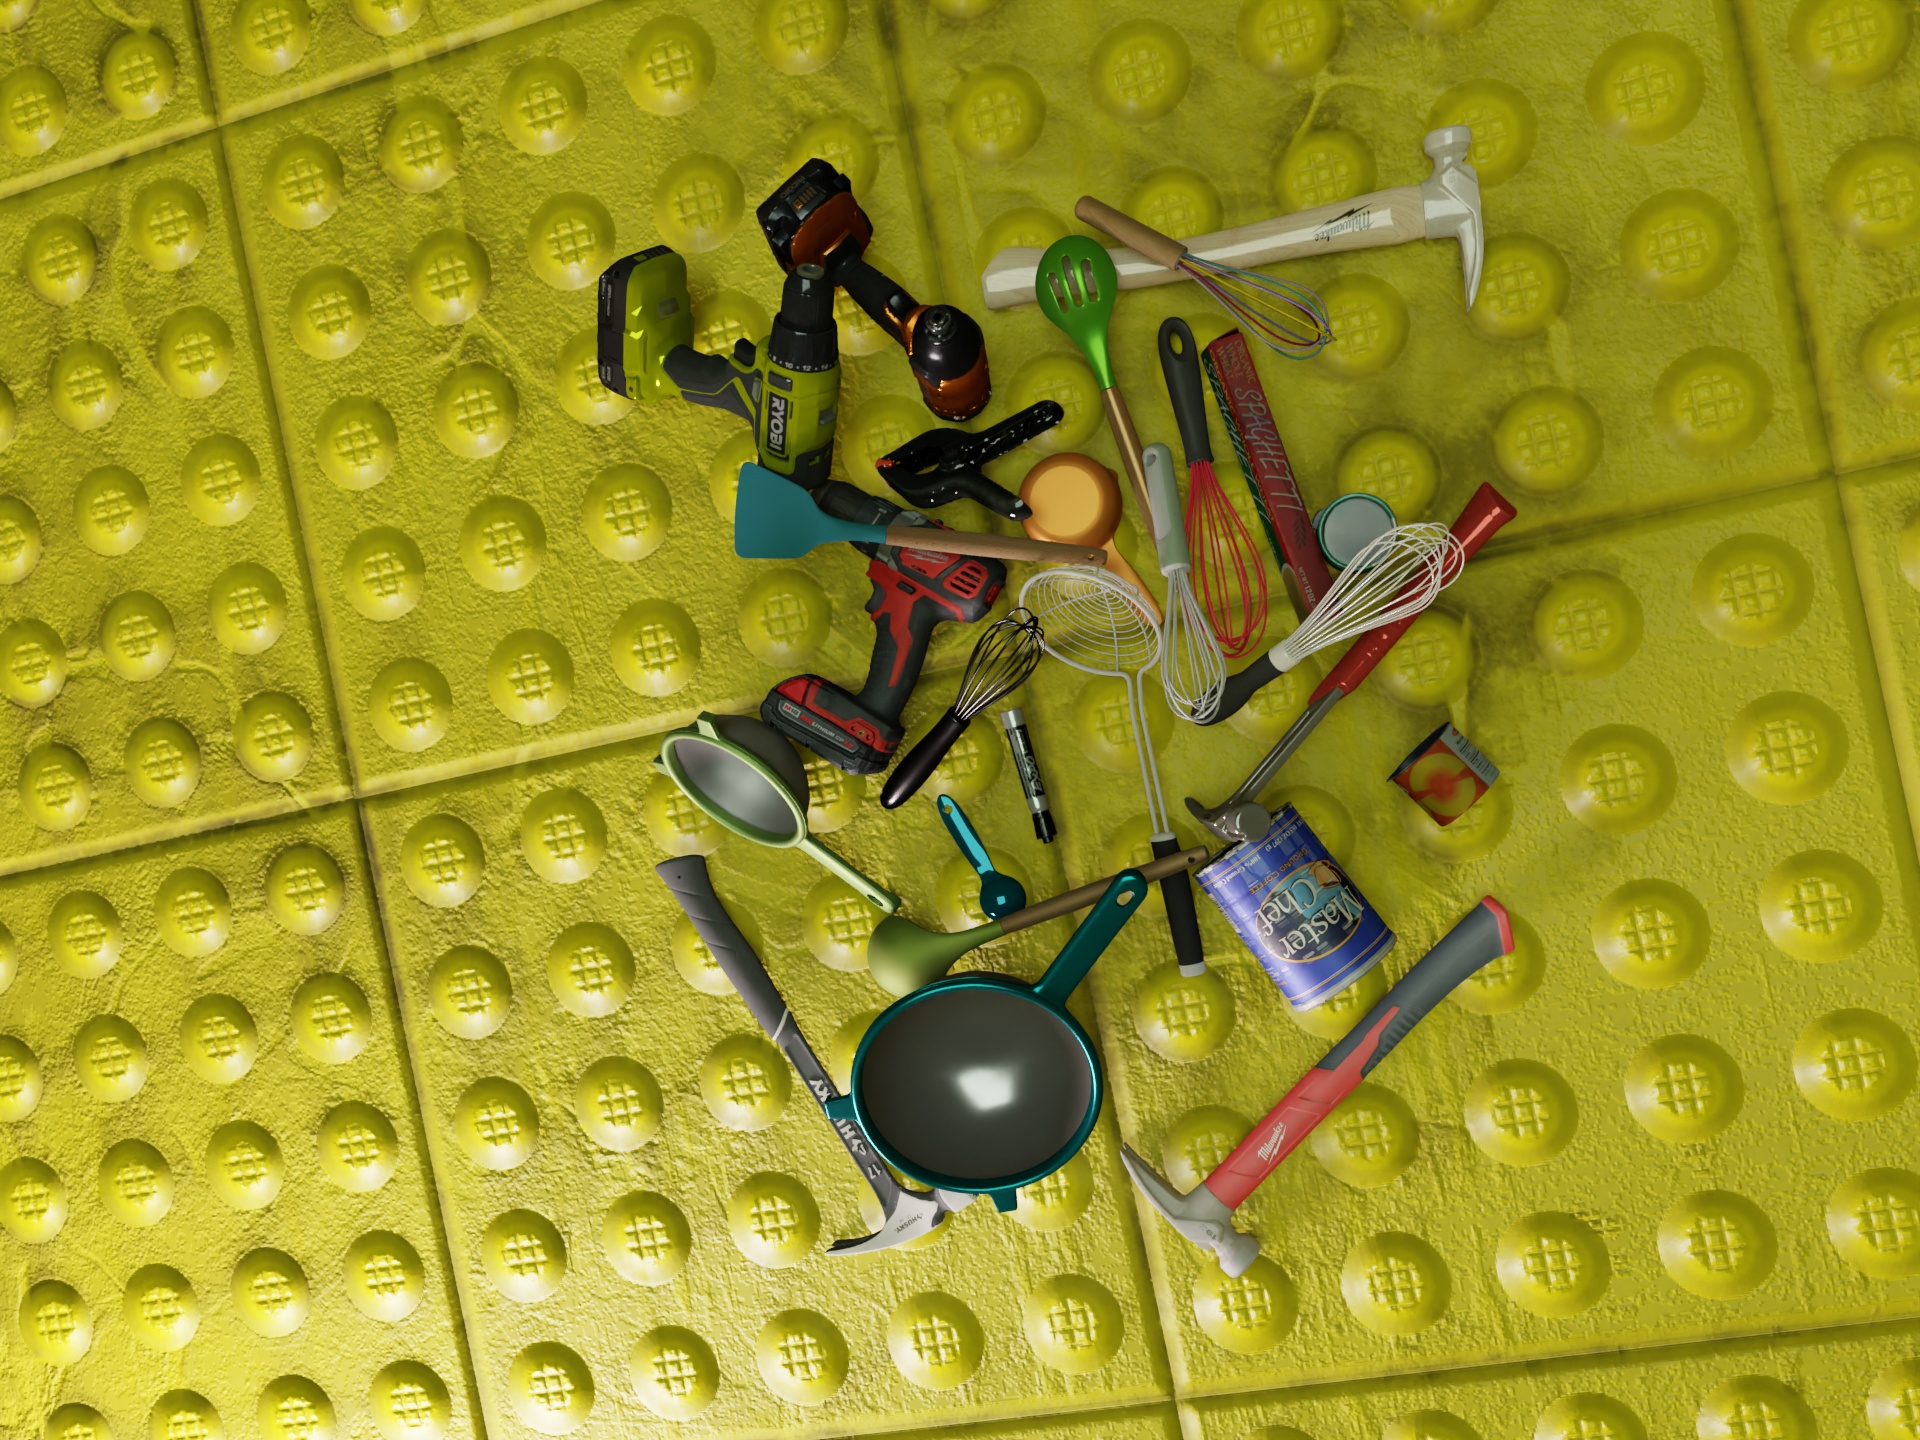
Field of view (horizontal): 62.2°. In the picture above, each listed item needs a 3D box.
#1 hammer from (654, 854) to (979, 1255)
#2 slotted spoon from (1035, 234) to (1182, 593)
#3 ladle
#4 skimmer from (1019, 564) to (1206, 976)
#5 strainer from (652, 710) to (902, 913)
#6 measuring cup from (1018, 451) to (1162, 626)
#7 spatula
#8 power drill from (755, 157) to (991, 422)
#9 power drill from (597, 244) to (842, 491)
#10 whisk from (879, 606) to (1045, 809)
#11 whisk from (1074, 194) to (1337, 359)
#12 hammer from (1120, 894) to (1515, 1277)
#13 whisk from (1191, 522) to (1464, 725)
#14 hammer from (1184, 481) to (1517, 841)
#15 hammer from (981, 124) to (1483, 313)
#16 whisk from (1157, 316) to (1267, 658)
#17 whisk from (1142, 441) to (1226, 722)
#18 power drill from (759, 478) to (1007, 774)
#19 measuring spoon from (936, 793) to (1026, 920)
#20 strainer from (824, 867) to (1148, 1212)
[{"bbox_3d":[-0.154,0.294,1.438,0.149,0.036,0.409,-36,84,12],"label":"hammer"},{"bbox_3d":[0.136,-0.256,1.339,0.070,0.031,0.313,-18,97,17],"label":"slotted spoon"},{"bbox_3d":[0.063,0.163,1.360,0.320,0.062,0.078,-22,98,15],"label":"ladle"},{"bbox_3d":[0.139,0.045,1.336,0.127,0.090,0.363,-11,93,45],"label":"skimmer"},{"bbox_3d":[-0.143,0.072,1.408,0.256,0.151,0.069,38,60,-10],"label":"strainer"},{"bbox_3d":[0.116,-0.151,1.352,0.095,0.052,0.174,-37,82,11],"label":"measuring cup"},{"bbox_3d":[-0.035,-0.157,1.333,0.317,0.044,0.082,7,106,0],"label":"spatula"},{"bbox_3d":[-0.066,-0.360,1.329,0.084,0.164,0.226,-43,81,-2],"label":"power drill"},{"bbox_3d":[-0.198,-0.319,1.353,0.229,0.080,0.190,27,130,22],"label":"power drill"},{"bbox_3d":[-0.003,-0.005,1.362,0.055,0.055,0.239,44,120,8],"label":"whisk"},{"bbox_3d":[0.199,-0.365,1.300,0.245,0.047,0.051,32,136,13],"label":"whisk"},{"bbox_3d":[0.306,0.284,1.334,0.143,0.038,0.386,43,100,9],"label":"hammer"},{"bbox_3d":[0.282,-0.068,1.266,0.070,0.070,0.284,54,132,6],"label":"whisk"},{"bbox_3d":[0.321,-0.047,1.296,0.036,0.149,0.359,41,88,-7],"label":"hammer"},{"bbox_3d":[0.222,-0.384,1.330,0.410,0.038,0.146,-7,92,13],"label":"hammer"},{"bbox_3d":[0.204,-0.197,1.331,0.073,0.073,0.296,-11,84,12],"label":"whisk"},{"bbox_3d":[0.175,-0.114,1.285,0.058,0.059,0.246,-28,62,47],"label":"whisk"},{"bbox_3d":[-0.088,-0.085,1.390,0.188,0.080,0.226,31,95,10],"label":"power drill"},{"bbox_3d":[0.013,0.121,1.400,0.042,0.021,0.128,-32,86,11],"label":"measuring spoon"},{"bbox_3d":[0.049,0.242,1.342,0.211,0.095,0.340,32,108,-10],"label":"strainer"}]
